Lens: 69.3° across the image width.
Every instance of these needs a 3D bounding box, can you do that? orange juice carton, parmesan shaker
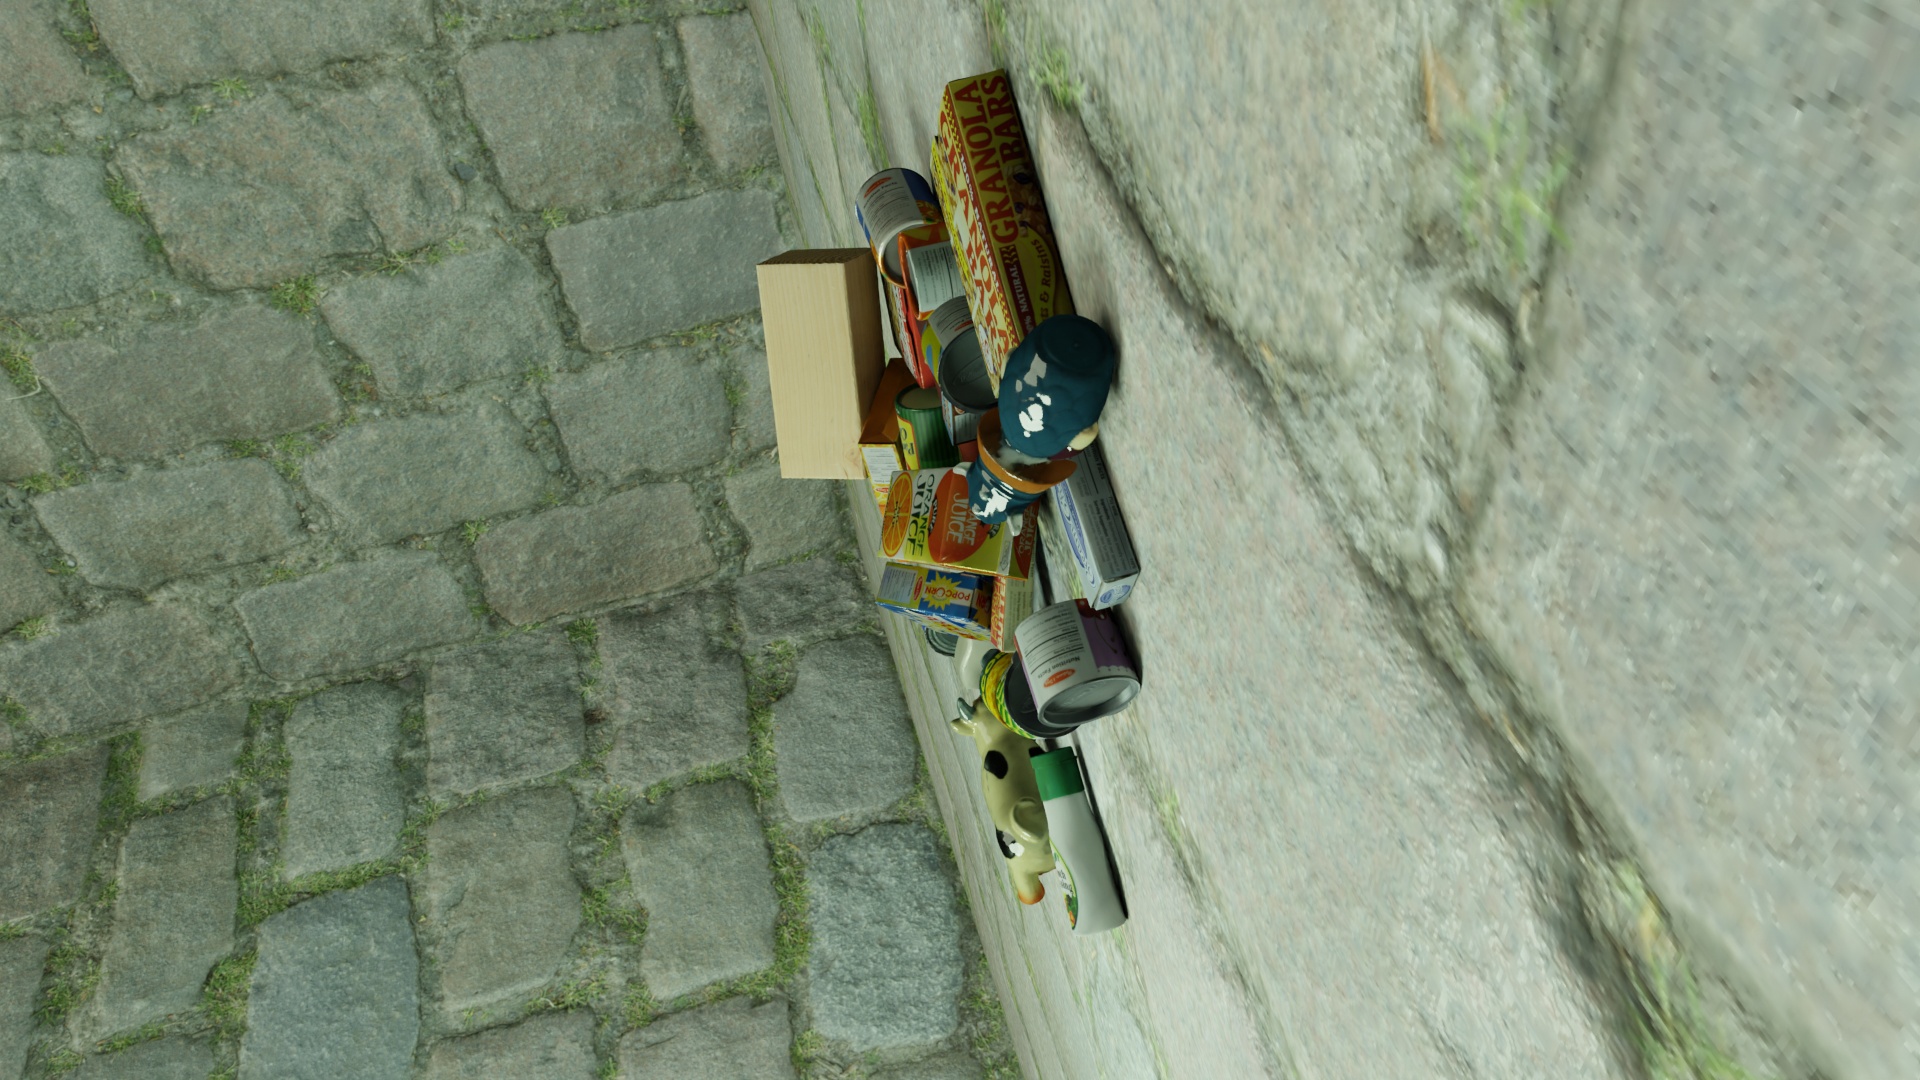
[{"bbox_3d":[0.004,-0.013,1.043,0.192,0.073,0.072,-176,96,-69],"label":"orange juice carton"},{"bbox_3d":[-0.020,-0.090,1.276,0.071,0.071,0.102,-116,14,-59],"label":"parmesan shaker"}]

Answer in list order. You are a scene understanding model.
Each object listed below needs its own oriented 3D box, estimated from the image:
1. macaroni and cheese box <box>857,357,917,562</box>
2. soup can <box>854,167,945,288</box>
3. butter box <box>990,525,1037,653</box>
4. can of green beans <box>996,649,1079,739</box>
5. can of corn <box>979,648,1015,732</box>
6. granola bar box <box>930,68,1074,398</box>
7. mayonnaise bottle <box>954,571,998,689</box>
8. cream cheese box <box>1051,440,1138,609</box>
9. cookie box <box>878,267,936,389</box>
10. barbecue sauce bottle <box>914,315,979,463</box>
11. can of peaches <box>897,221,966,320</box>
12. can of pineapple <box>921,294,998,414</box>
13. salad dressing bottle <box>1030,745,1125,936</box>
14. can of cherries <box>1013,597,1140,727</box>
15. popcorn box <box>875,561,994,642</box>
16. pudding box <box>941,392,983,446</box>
[{"bbox_3d":[-0.049,-0.078,1.367,0.165,0.040,0.124,75,-157,-45],"label":"macaroni and cheese box"},{"bbox_3d":[-0.043,-0.253,1.133,0.071,0.071,0.084,83,170,-45],"label":"soup can"},{"bbox_3d":[0.041,0.035,1.093,0.053,0.024,0.103,-152,65,-80],"label":"butter box"},{"bbox_3d":[0.062,0.114,1.031,0.057,0.071,0.071,115,140,-80],"label":"can of green beans"},{"bbox_3d":[0.050,0.118,1.116,0.058,0.071,0.071,-166,62,-81],"label":"can of corn"},{"bbox_3d":[0.023,-0.181,0.847,0.124,0.039,0.165,126,130,-81],"label":"granola bar box"},{"bbox_3d":[0.024,0.070,1.274,0.041,0.065,0.147,-111,14,-51],"label":"mayonnaise bottle"},{"bbox_3d":[0.076,-0.016,0.822,0.053,0.024,0.104,94,160,-70],"label":"cream cheese box"},{"bbox_3d":[-0.043,-0.223,1.289,0.168,0.040,0.122,-118,16,-65],"label":"cookie box"},{"bbox_3d":[0.003,-0.122,1.113,0.064,0.044,0.149,102,153,-73],"label":"barbecue sauce bottle"},{"bbox_3d":[-0.010,-0.197,1.005,0.071,0.058,0.071,168,88,-83],"label":"can of peaches"},{"bbox_3d":[0.011,-0.126,0.946,0.058,0.071,0.070,-114,12,-57],"label":"can of pineapple"},{"bbox_3d":[0.094,0.243,1.130,0.064,0.044,0.148,109,147,-79],"label":"salad dressing bottle"},{"bbox_3d":[0.073,0.077,0.871,0.071,0.071,0.058,88,166,-60],"label":"can of cherries"},{"bbox_3d":[-0.004,0.055,1.162,0.126,0.085,0.038,32,-111,-63],"label":"popcorn box"},{"bbox_3d":[0.012,-0.109,1.037,0.083,0.050,0.030,87,165,-61],"label":"pudding box"}]
